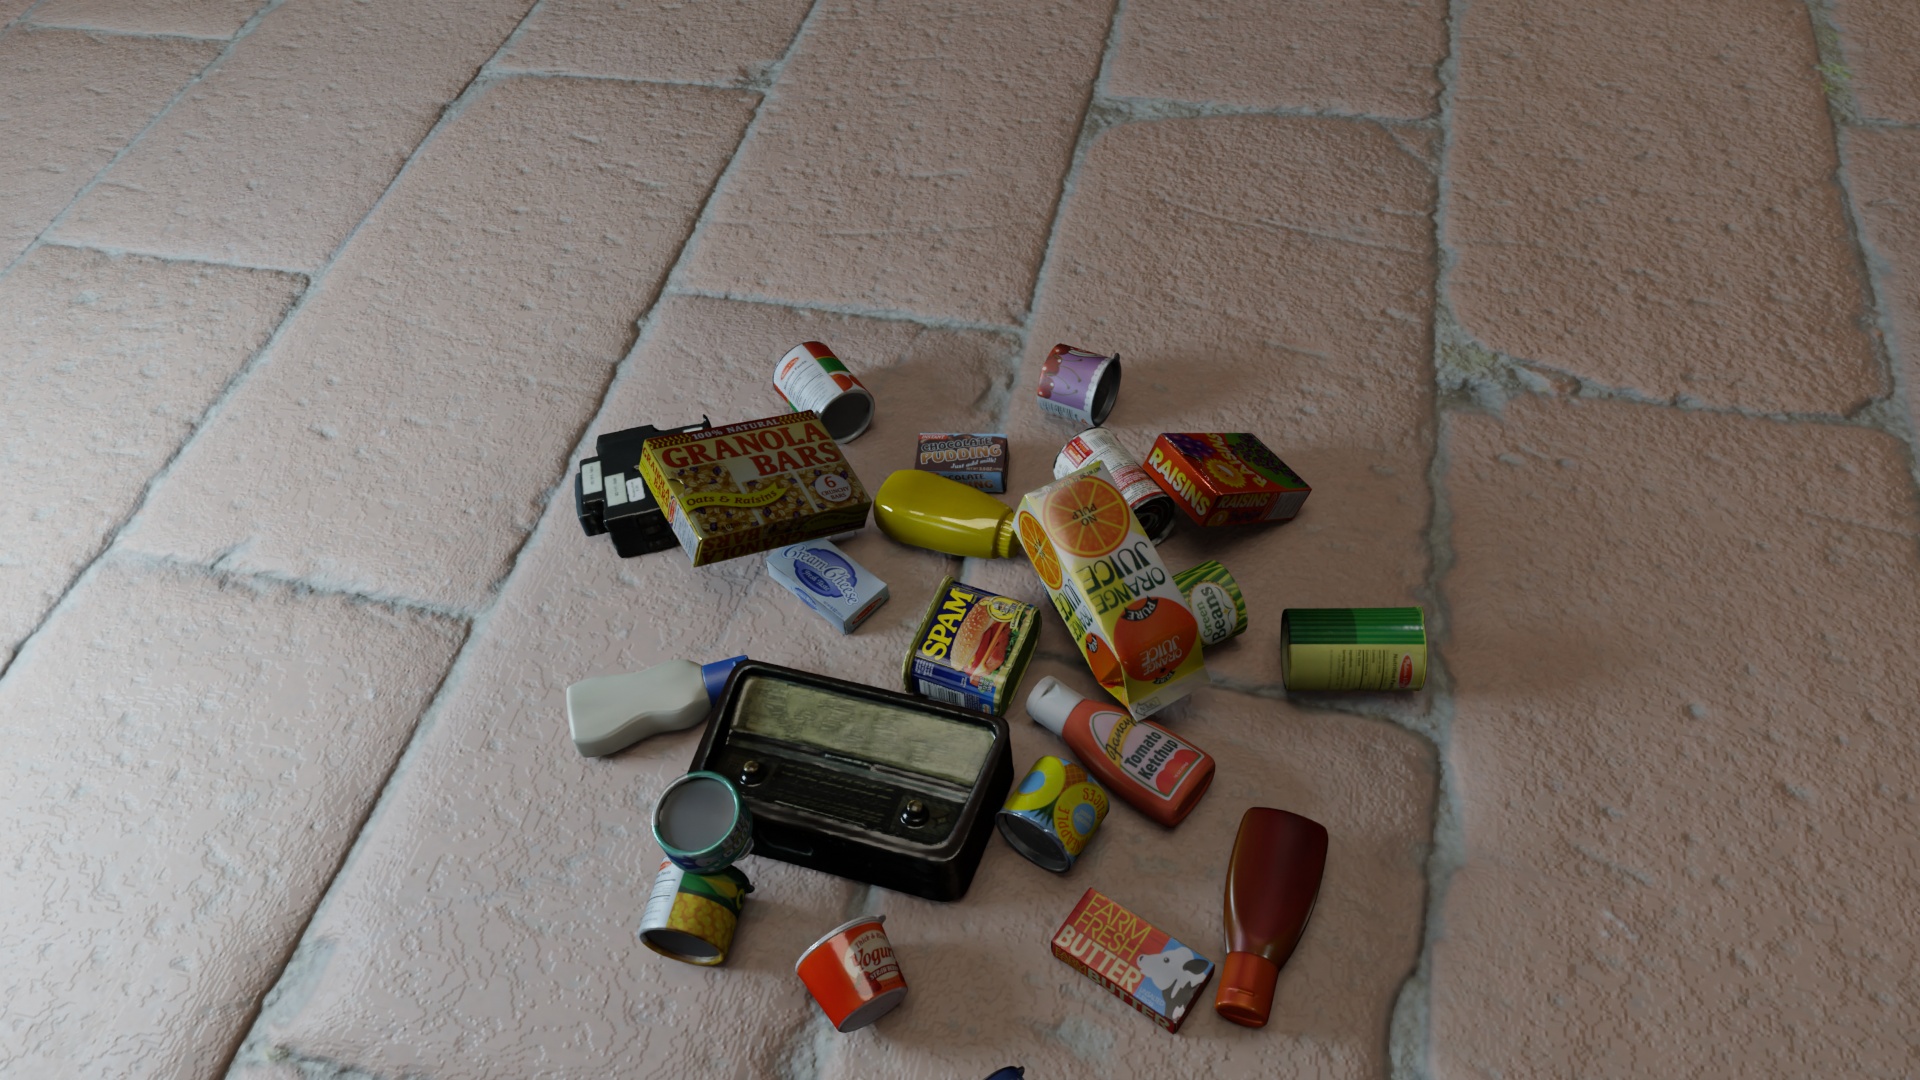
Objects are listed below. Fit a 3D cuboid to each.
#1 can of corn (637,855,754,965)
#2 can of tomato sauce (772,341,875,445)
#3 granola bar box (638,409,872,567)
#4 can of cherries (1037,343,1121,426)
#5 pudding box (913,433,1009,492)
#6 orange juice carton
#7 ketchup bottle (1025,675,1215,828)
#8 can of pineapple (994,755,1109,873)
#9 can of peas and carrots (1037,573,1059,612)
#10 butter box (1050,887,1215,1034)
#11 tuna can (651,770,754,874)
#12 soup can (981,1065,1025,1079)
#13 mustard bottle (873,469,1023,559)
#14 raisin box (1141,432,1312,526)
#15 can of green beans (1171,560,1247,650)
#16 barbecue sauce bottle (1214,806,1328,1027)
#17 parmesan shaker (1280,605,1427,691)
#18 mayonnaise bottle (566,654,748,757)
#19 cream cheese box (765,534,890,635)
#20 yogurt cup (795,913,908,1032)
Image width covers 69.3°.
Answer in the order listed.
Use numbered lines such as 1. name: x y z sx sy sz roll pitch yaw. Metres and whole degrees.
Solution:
1. can of corn: -0.189 0.266 0.998 0.071 0.070 0.058 6 52 11
2. can of tomato sauce: -0.129 -0.140 1.324 0.071 0.070 0.083 -30 54 -17
3. granola bar box: -0.179 -0.050 1.215 0.166 0.038 0.124 -14 54 -32
4. can of cherries: 0.112 -0.149 1.303 0.058 0.071 0.072 20 55 22
5. pudding box: 0.002 -0.072 1.276 0.084 0.030 0.050 2 50 7
6. orange juice carton: 0.120 0.042 1.085 0.072 0.072 0.193 -25 74 -15
7. ketchup bottle: 0.118 0.157 1.068 0.149 0.043 0.065 31 57 28
8. can of pineapple: 0.069 0.201 1.020 0.071 0.070 0.058 26 58 25
9. can of peas and carrots: 0.098 0.018 1.167 0.059 0.070 0.071 -19 51 -10
10. butter box: 0.119 0.292 0.969 0.103 0.024 0.053 27 58 25
11. tuna can: -0.181 0.199 0.981 0.071 0.032 0.071 -4 54 6
12. soup can: 0.038 0.385 0.874 0.071 0.071 0.084 -33 56 -20
13. mustard bottle: 0.004 -0.015 1.217 0.160 0.048 0.066 18 50 19
14. raisin box: 0.230 -0.054 1.194 0.124 0.040 0.086 -4 43 -39
15. can of green beans: 0.192 0.056 1.127 0.058 0.071 0.071 -22 52 -12
16. barbecue sauce bottle: 0.213 0.262 0.971 0.065 0.043 0.149 13 54 16
17. parmesan shaker: 0.307 0.083 1.090 0.103 0.071 0.072 0 51 6
18. mayonnaise bottle: -0.242 0.129 1.131 0.148 0.041 0.065 -14 52 -7
19. cream cheese box: -0.116 0.034 1.206 0.104 0.024 0.053 35 60 29
20. yogurt cup: -0.072 0.301 0.958 0.072 0.072 0.054 -27 61 -15
